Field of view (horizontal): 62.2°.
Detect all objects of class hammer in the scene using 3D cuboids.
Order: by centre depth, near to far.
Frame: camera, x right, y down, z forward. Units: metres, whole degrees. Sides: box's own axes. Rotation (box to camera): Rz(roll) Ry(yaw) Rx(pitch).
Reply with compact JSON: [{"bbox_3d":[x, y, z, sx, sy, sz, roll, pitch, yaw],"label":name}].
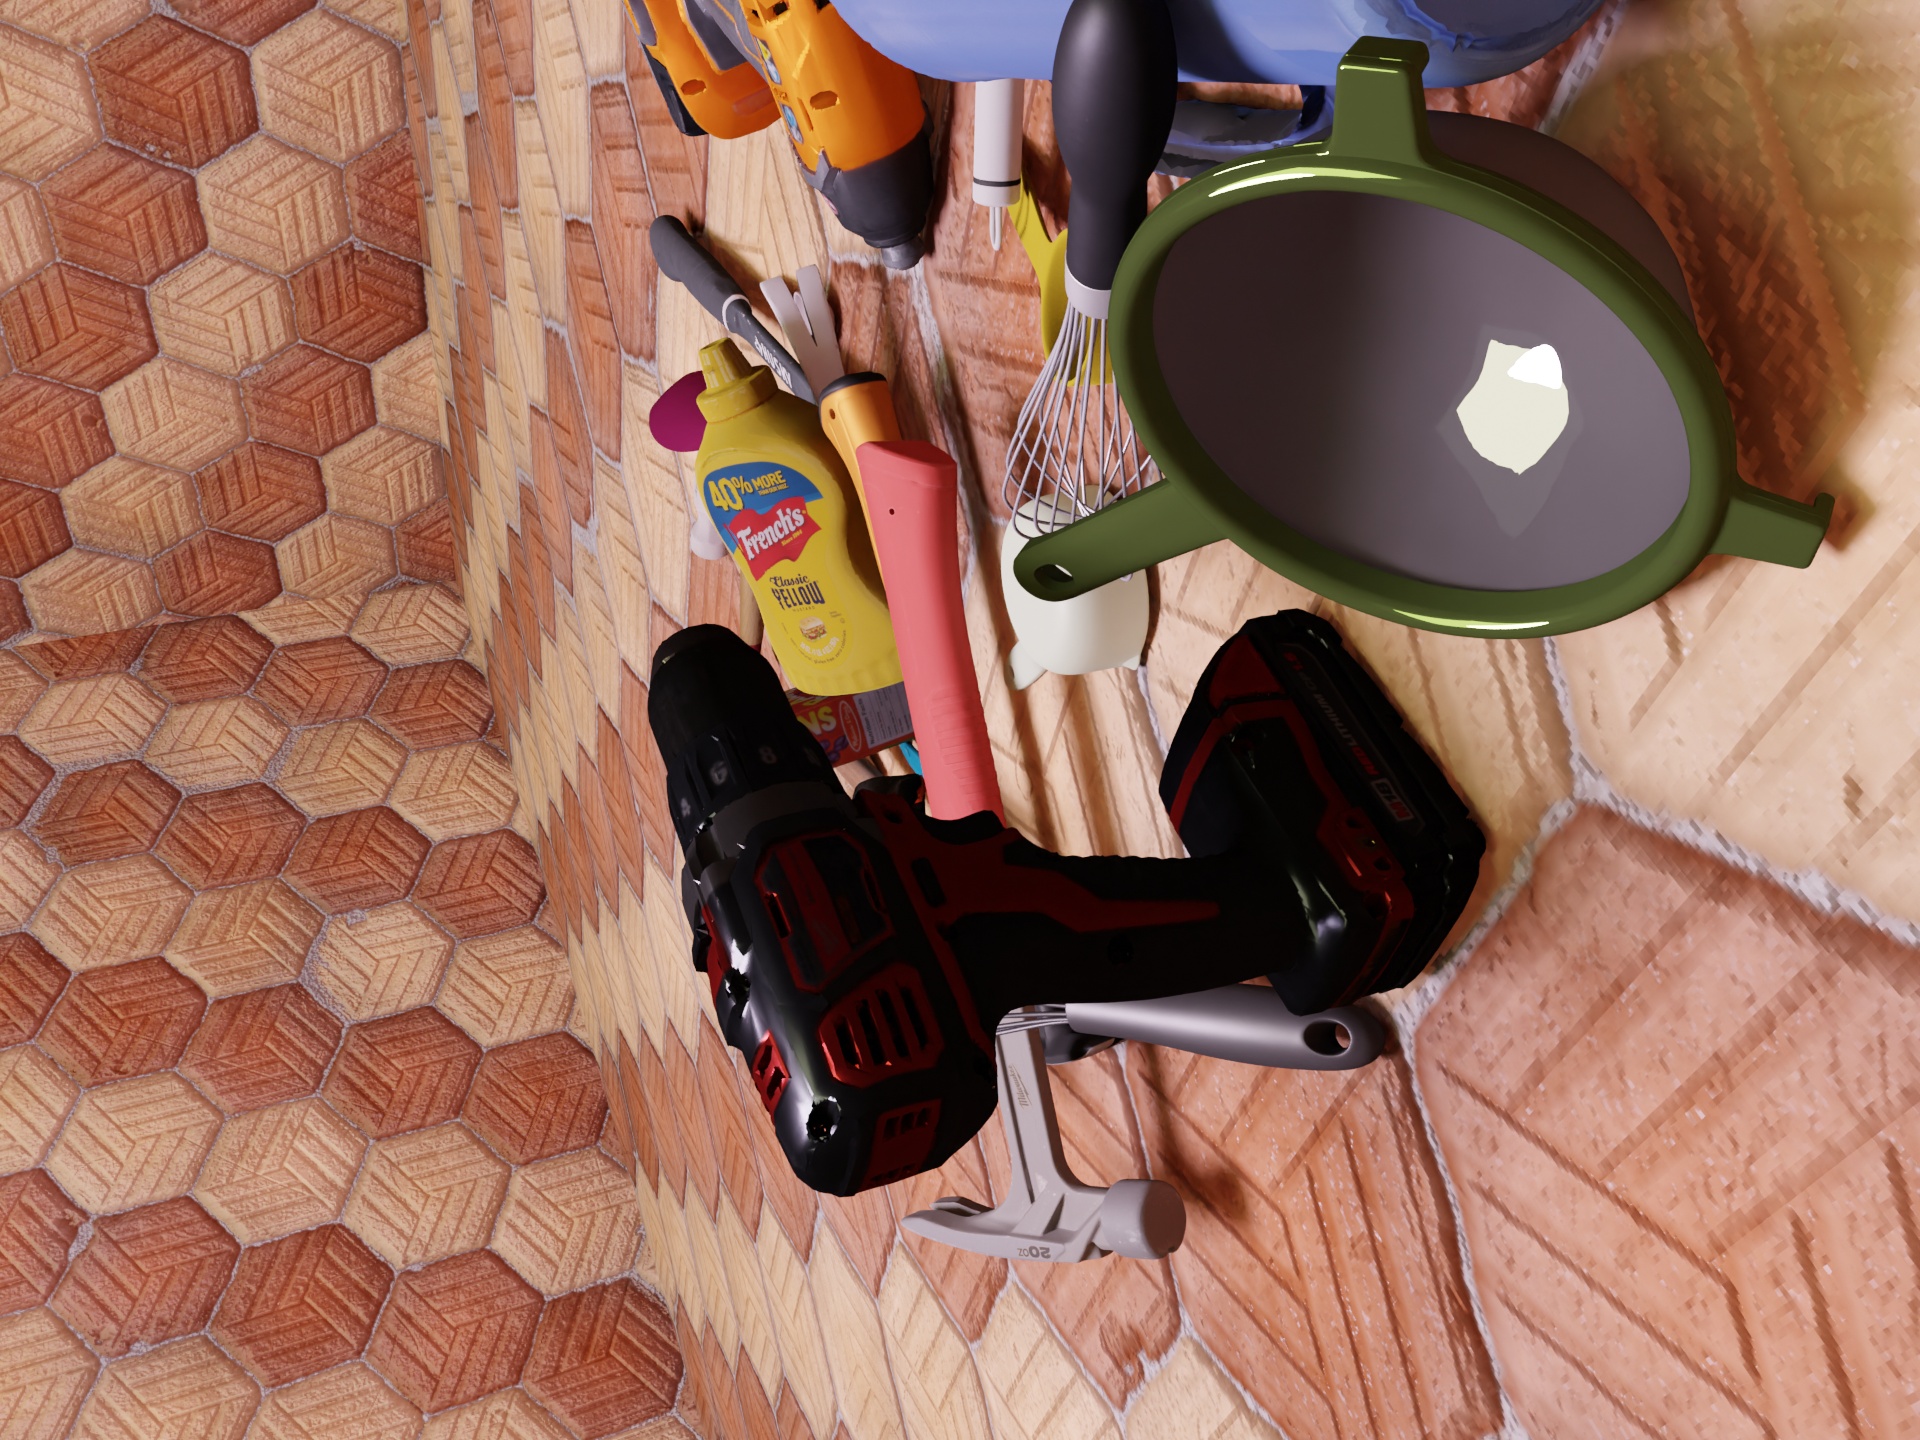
[{"bbox_3d":[0.000,0.056,0.697,0.149,0.036,0.359,-12,89,45],"label":"hammer"},{"bbox_3d":[-0.001,-0.002,0.749,0.127,0.034,0.337,-17,90,63],"label":"hammer"},{"bbox_3d":[-0.136,-0.250,0.982,0.409,0.036,0.149,-127,19,-52],"label":"hammer"},{"bbox_3d":[-0.122,-0.071,1.072,0.130,0.031,0.332,101,149,-46],"label":"hammer"}]

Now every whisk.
[{"bbox_3d":[0.042,-0.118,0.481,0.284,0.070,0.070,79,172,-71],"label":"whisk"},{"bbox_3d":[0.049,0.105,0.607,0.239,0.055,0.055,1,103,38],"label":"whisk"}]

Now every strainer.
[{"bbox_3d":[0.093,-0.085,0.433,0.151,0.069,0.256,40,157,-16],"label":"strainer"},{"bbox_3d":[0.018,-0.300,0.573,0.087,0.050,0.258,-120,27,-55],"label":"strainer"}]

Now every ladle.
[{"bbox_3d":[-0.130,-0.070,1.004,0.315,0.031,0.069,100,148,-48],"label":"ladle"}]

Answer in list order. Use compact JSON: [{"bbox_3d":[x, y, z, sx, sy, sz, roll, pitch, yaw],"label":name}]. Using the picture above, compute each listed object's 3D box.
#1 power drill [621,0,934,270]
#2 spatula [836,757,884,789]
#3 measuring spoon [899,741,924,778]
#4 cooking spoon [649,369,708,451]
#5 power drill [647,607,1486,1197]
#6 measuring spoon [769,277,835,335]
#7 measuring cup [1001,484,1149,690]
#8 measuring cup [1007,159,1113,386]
[{"bbox_3d":[-0.087,-0.316,0.772,0.227,0.084,0.164,47,165,48],"label":"power drill"},{"bbox_3d":[-0.026,0.062,0.884,0.316,0.018,0.059,42,138,46],"label":"spatula"},{"bbox_3d":[-0.011,0.023,0.871,0.042,0.021,0.129,68,171,-16],"label":"measuring spoon"},{"bbox_3d":[-0.136,-0.177,1.033,0.017,0.069,0.319,49,174,-39],"label":"cooking spoon"},{"bbox_3d":[0.022,0.030,0.494,0.080,0.226,0.188,103,147,-47],"label":"power drill"},{"bbox_3d":[-0.094,-0.247,0.939,0.124,0.018,0.034,-127,17,-59],"label":"measuring spoon"},{"bbox_3d":[0.031,-0.042,0.691,0.167,0.038,0.083,131,124,-66],"label":"measuring cup"},{"bbox_3d":[0.042,-0.188,0.622,0.062,0.029,0.157,103,159,-45],"label":"measuring cup"}]
